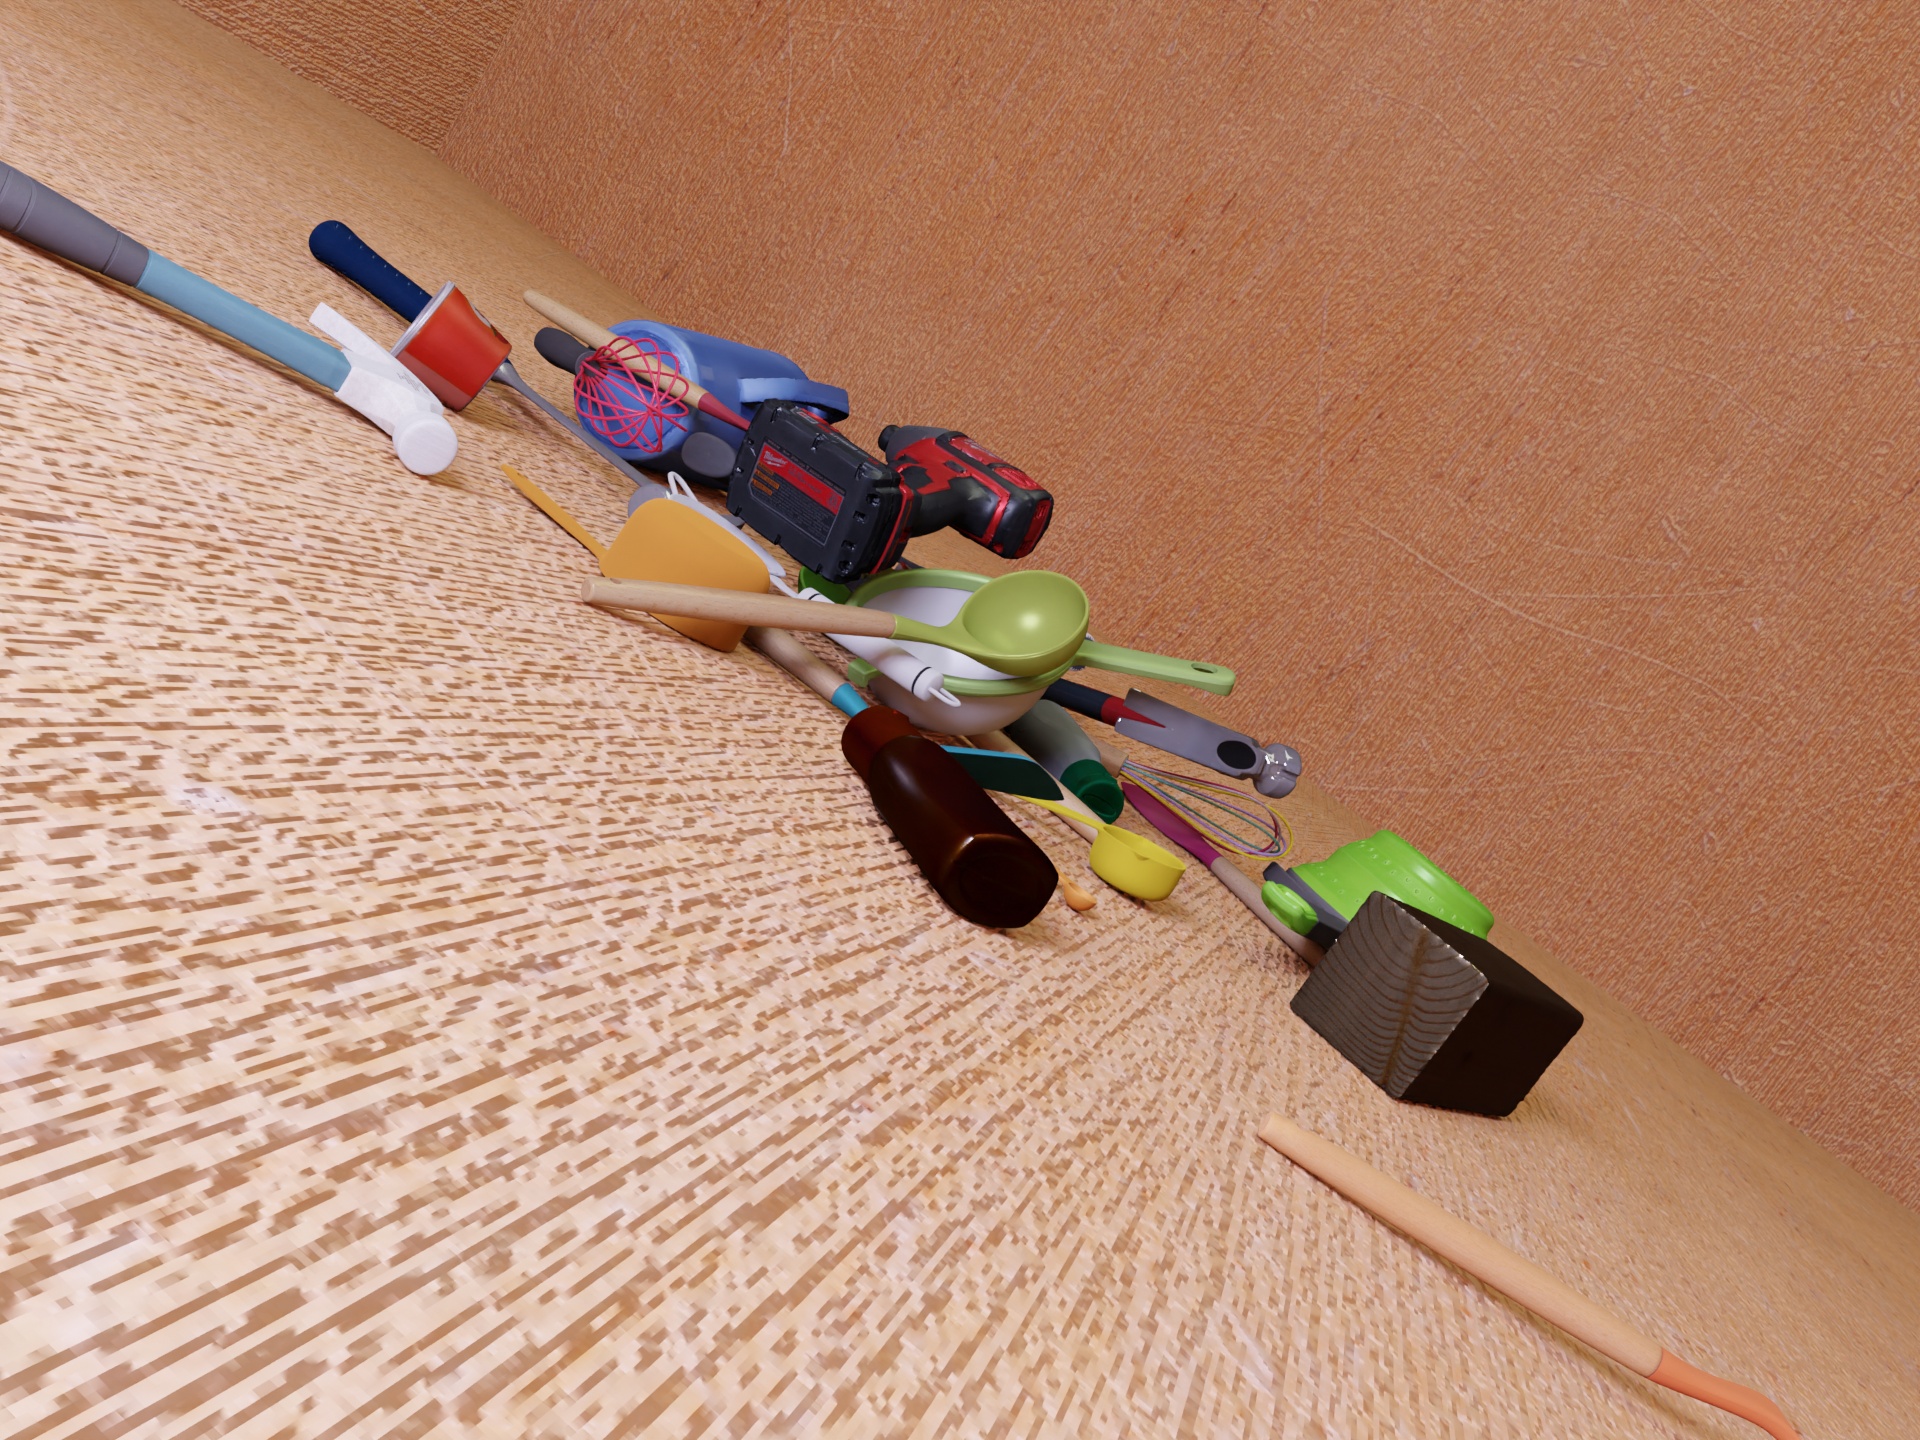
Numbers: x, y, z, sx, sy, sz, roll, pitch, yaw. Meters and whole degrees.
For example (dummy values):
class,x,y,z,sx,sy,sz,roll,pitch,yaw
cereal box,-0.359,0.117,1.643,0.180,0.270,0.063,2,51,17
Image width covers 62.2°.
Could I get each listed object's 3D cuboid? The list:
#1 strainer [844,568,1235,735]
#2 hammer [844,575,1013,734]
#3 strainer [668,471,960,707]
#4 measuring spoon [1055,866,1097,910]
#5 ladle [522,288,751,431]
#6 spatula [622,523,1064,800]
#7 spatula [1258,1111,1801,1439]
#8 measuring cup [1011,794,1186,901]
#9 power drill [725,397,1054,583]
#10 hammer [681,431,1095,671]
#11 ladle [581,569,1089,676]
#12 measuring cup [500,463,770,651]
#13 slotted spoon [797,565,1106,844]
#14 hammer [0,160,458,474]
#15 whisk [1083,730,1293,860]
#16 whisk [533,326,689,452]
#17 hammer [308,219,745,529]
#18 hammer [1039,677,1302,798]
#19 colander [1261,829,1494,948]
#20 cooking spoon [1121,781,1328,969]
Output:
class,x,y,z,sx,sy,sz,roll,pitch,yaw
strainer,0.047,-0.027,1.030,0.256,0.069,0.152,10,31,-6
hammer,-0.071,-0.096,1.278,0.146,0.035,0.335,26,12,-47
strainer,-0.099,-0.072,0.961,0.259,0.050,0.086,34,9,26
measuring spoon,0.028,0.069,0.861,0.117,0.011,0.021,36,8,31
ladle,-0.207,-0.244,1.166,0.315,0.031,0.069,33,9,19
spatula,-0.079,-0.037,0.910,0.318,0.044,0.082,37,-5,23
spatula,0.262,0.262,0.664,0.322,0.041,0.081,31,9,4
measuring cup,0.060,0.067,0.962,0.156,0.029,0.062,24,8,6
power drill,-0.046,-0.159,1.065,0.143,0.078,0.219,36,26,24
hammer,-0.060,-0.137,1.283,0.408,0.036,0.149,24,5,-45
ladle,-0.056,-0.065,0.870,0.320,0.062,0.078,4,30,-41
measuring cup,-0.180,-0.109,0.882,0.174,0.052,0.095,39,9,11
slotted spoon,-0.002,-0.003,1.074,0.314,0.031,0.070,40,18,20
hammer,-0.394,-0.217,0.736,0.330,0.033,0.128,27,13,-40
whisk,0.149,0.044,1.254,0.245,0.047,0.051,27,-6,13
whisk,-0.249,-0.240,1.095,0.073,0.073,0.296,29,5,-34
hammer,-0.316,-0.240,1.135,0.406,0.035,0.144,38,10,18
hammer,0.110,-0.012,1.257,0.143,0.038,0.386,21,2,-22
colander,0.306,0.132,1.160,0.205,0.094,0.396,43,7,29
cooking spoon,0.211,0.123,1.213,0.068,0.017,0.319,26,12,-34
